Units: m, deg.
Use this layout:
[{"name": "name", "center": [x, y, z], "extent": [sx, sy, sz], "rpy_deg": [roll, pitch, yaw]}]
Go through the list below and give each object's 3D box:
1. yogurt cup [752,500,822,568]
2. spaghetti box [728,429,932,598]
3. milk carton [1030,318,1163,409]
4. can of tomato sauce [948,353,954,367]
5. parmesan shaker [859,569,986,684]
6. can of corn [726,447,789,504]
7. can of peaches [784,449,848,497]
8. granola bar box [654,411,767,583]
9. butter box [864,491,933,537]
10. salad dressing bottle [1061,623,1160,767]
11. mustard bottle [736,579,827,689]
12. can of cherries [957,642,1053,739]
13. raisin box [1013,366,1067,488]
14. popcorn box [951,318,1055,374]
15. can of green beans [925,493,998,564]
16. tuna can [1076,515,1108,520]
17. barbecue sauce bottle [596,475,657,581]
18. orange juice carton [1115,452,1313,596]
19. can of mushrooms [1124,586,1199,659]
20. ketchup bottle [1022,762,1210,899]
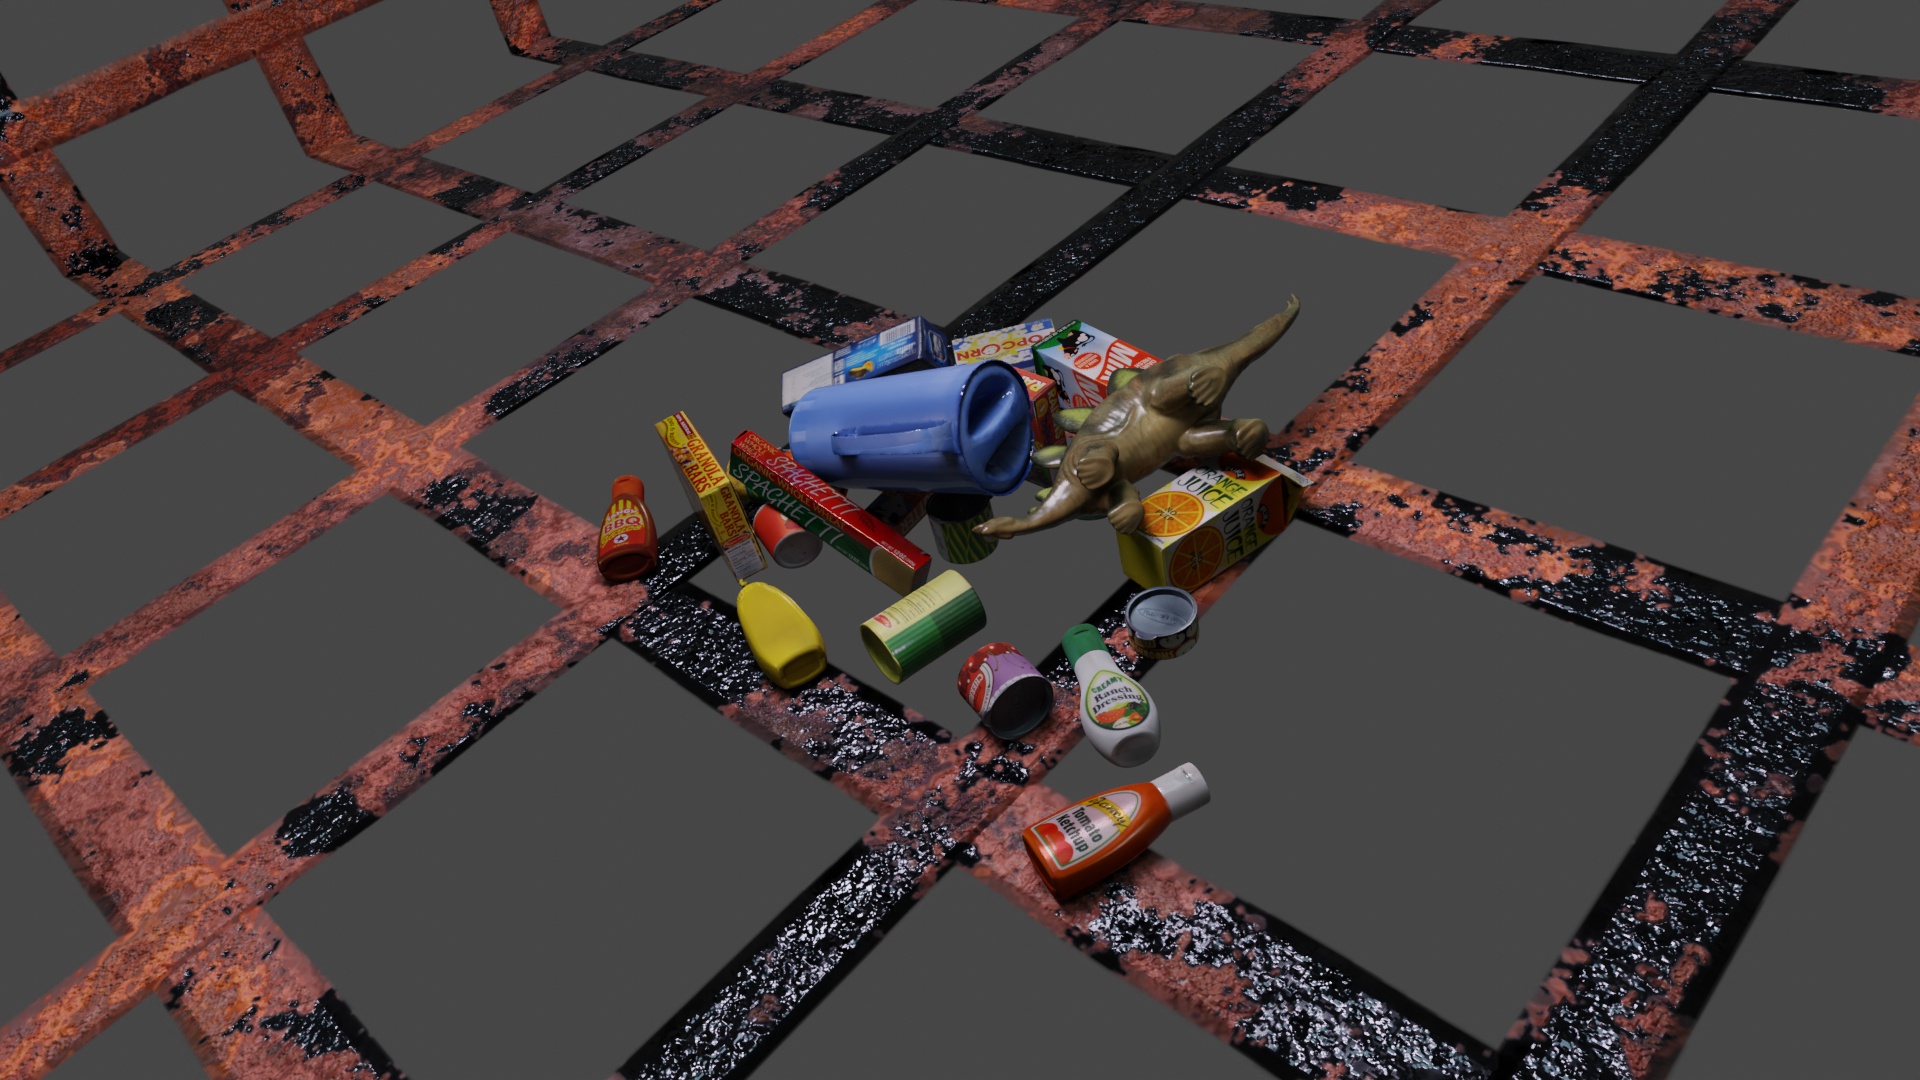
[{"name": "yogurt cup", "center": [-0.179, -0.007, 1.466], "extent": [0.072, 0.072, 0.054], "rpy_deg": [-23, 48, -10]}, {"name": "spaghetti box", "center": [-0.137, -0.028, 1.418], "extent": [0.250, 0.049, 0.029], "rpy_deg": [34, 50, 18]}, {"name": "milk carton", "center": [0.169, -0.172, 1.546], "extent": [0.072, 0.073, 0.191], "rpy_deg": [-34, 43, -22]}, {"name": "can of tomato sauce", "center": [-0.060, -0.200, 1.656], "extent": [0.083, 0.070, 0.071], "rpy_deg": [18, 49, 35]}, {"name": "parmesan shaker", "center": [-0.033, 0.082, 1.309], "extent": [0.103, 0.071, 0.071], "rpy_deg": [-31, 42, -21]}, {"name": "can of corn", "center": [-0.220, -0.075, 1.553], "extent": [0.058, 0.070, 0.071], "rpy_deg": [12, 46, 30]}, {"name": "can of peaches", "center": [-0.163, -0.067, 1.526], "extent": [0.058, 0.071, 0.071], "rpy_deg": [16, 48, 31]}, {"name": "granola bar box", "center": [-0.269, -0.049, 1.495], "extent": [0.039, 0.123, 0.166], "rpy_deg": [-27, 41, -12]}, {"name": "butter box", "center": [-0.057, -0.044, 1.501], "extent": [0.053, 0.024, 0.104], "rpy_deg": [17, 48, 34]}, {"name": "salad dressing bottle", "center": [0.128, 0.132, 1.216], "extent": [0.064, 0.043, 0.148], "rpy_deg": [-17, 39, -5]}, {"name": "mustard bottle", "center": [-0.185, 0.082, 1.371], "extent": [0.065, 0.048, 0.161], "rpy_deg": [-26, 39, -14]}, {"name": "can of cherries", "center": [0.037, 0.132, 1.225], "extent": [0.072, 0.071, 0.058], "rpy_deg": [-28, 40, -16]}, {"name": "raisin box", "center": [0.067, -0.122, 1.477], "extent": [0.086, 0.122, 0.040], "rpy_deg": [25, 53, 38]}, {"name": "popcorn box", "center": [0.057, -0.217, 1.662], "extent": [0.127, 0.038, 0.085], "rpy_deg": [-13, 39, 2]}, {"name": "can of green beans", "center": [0.003, -0.017, 1.424], "extent": [0.071, 0.057, 0.071], "rpy_deg": [-9, 39, 7]}, {"name": "tuna can", "center": [0.139, -0.054, 1.445], "extent": [0.071, 0.032, 0.071], "rpy_deg": [-9, 39, 8]}, {"name": "barbecue sauce bottle", "center": [-0.372, -0.017, 1.553], "extent": [0.065, 0.043, 0.149], "rpy_deg": [-16, 38, 0]}, {"name": "orange juice carton", "center": [0.248, -0.026, 1.345], "extent": [0.193, 0.072, 0.072], "rpy_deg": [-31, 40, -20]}, {"name": "can of mushrooms", "center": [0.184, 0.077, 1.273], "extent": [0.071, 0.033, 0.071], "rpy_deg": [-8, 39, 7]}, {"name": "ketchup bottle", "center": [0.127, 0.226, 1.105], "extent": [0.149, 0.043, 0.065], "rpy_deg": [-24, 40, -13]}]
